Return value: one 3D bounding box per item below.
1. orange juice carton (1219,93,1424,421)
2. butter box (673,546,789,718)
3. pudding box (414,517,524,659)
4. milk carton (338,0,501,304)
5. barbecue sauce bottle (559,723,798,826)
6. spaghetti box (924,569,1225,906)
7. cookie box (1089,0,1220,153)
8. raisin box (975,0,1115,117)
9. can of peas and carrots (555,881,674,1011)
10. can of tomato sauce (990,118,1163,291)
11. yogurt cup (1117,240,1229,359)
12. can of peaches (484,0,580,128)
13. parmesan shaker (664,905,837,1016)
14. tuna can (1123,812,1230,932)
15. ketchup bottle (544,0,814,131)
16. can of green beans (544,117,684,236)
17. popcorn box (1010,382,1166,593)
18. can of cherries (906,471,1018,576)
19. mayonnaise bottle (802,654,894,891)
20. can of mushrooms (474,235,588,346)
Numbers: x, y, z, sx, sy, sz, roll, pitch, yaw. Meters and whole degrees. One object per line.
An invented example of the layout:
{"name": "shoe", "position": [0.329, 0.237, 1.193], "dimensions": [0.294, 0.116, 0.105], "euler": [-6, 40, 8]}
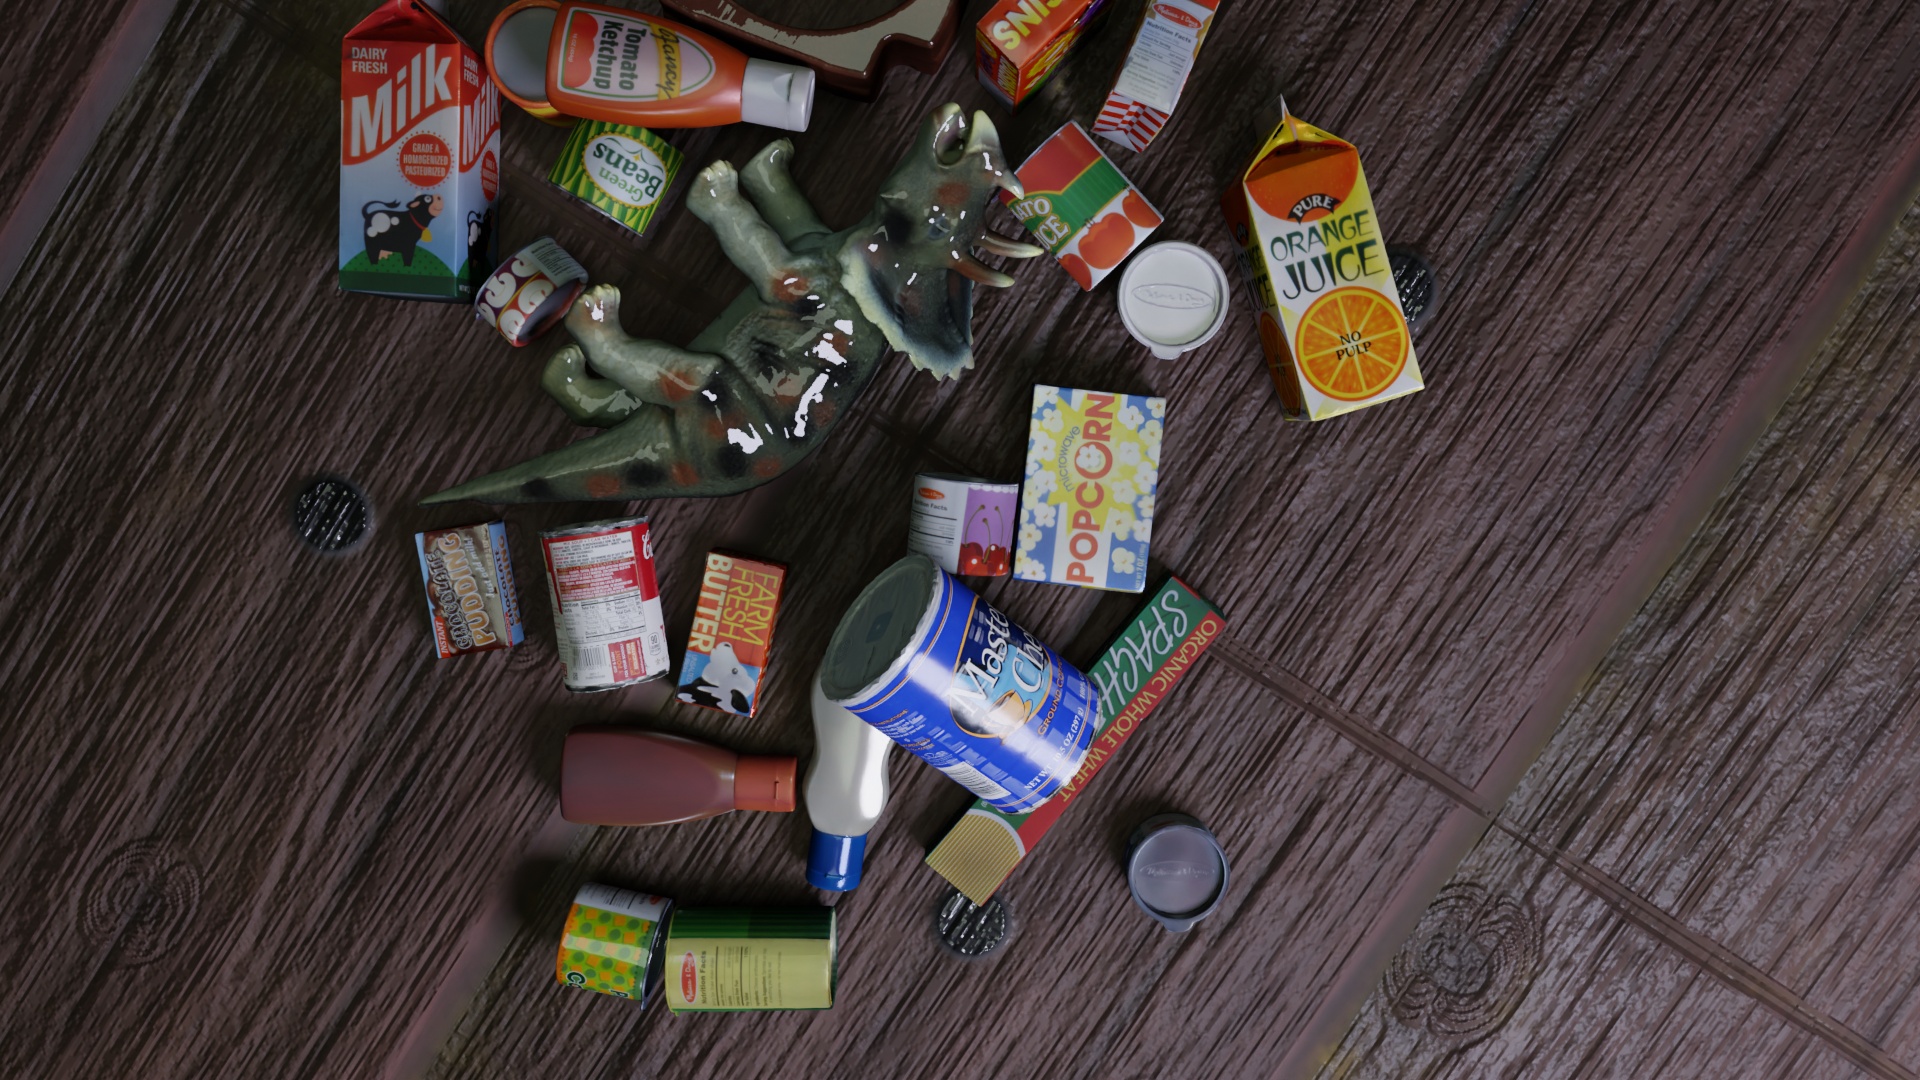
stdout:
{"name": "orange juice carton", "position": [0.215, -0.174, 0.857], "dimensions": [0.073, 0.072, 0.192], "euler": [-17, 95, 1]}
{"name": "butter box", "position": [-0.147, 0.059, 0.901], "dimensions": [0.053, 0.024, 0.103], "euler": [14, 95, 0]}
{"name": "pudding box", "position": [-0.317, 0.030, 0.897], "dimensions": [0.050, 0.030, 0.083], "euler": [-8, 94, 2]}
{"name": "milk carton", "position": [-0.330, -0.244, 0.854], "dimensions": [0.073, 0.072, 0.190], "euler": [3, 95, 0]}
{"name": "barbecue sauce bottle", "position": [-0.181, 0.154, 0.900], "dimensions": [0.149, 0.044, 0.064], "euler": [3, 95, -1]}
{"name": "spaghetti box", "position": [0.074, 0.128, 0.904], "dimensions": [0.050, 0.029, 0.250], "euler": [40, 94, -4]}
{"name": "cookie box", "position": [0.131, -0.324, 0.819], "dimensions": [0.040, 0.123, 0.167], "euler": [23, 95, -2]}
{"name": "raisin box", "position": [0.050, -0.305, 0.821], "dimensions": [0.086, 0.123, 0.040], "euler": [-44, 93, 3]}
{"name": "can of peas and carrots", "position": [-0.223, 0.261, 0.896], "dimensions": [0.059, 0.071, 0.071], "euler": [12, 95, 0]}
{"name": "can of tomato sauce", "position": [0.073, -0.205, 0.858], "dimensions": [0.071, 0.071, 0.083], "euler": [-44, 94, 4]}
{"name": "yogurt cup", "position": [0.130, -0.150, 0.868], "dimensions": [0.072, 0.054, 0.072], "euler": [0, 95, 0]}
{"name": "can of peaches", "position": [-0.254, -0.293, 0.856], "dimensions": [0.071, 0.058, 0.071], "euler": [0, 95, 0]}
{"name": "parmesan shaker", "position": [-0.133, 0.272, 0.898], "dimensions": [0.103, 0.071, 0.071], "euler": [0, 95, 0]}
{"name": "tuna can", "position": [0.140, 0.216, 0.908], "dimensions": [0.071, 0.033, 0.071], "euler": [0, 95, 0]}
{"name": "ketchup bottle", "position": [-0.161, -0.269, 0.808], "dimensions": [0.149, 0.043, 0.064], "euler": [9, 88, -3]}
{"name": "can of green beans", "position": [-0.212, -0.230, 0.857], "dimensions": [0.071, 0.071, 0.058], "euler": [30, 94, -2]}
{"name": "popcorn box", "position": [0.081, -0.034, 0.885], "dimensions": [0.085, 0.038, 0.126], "euler": [6, 95, 0]}
{"name": "can of cherries", "position": [0.003, -0.011, 0.875], "dimensions": [0.071, 0.071, 0.058], "euler": [6, 95, 0]}
{"name": "mayonnaise bottle", "position": [-0.073, 0.150, 0.900], "dimensions": [0.065, 0.041, 0.148], "euler": [9, 96, -6]}
{"name": "can of mushrooms", "position": [-0.267, -0.153, 0.865], "dimensions": [0.033, 0.071, 0.071], "euler": [44, 94, -4]}
